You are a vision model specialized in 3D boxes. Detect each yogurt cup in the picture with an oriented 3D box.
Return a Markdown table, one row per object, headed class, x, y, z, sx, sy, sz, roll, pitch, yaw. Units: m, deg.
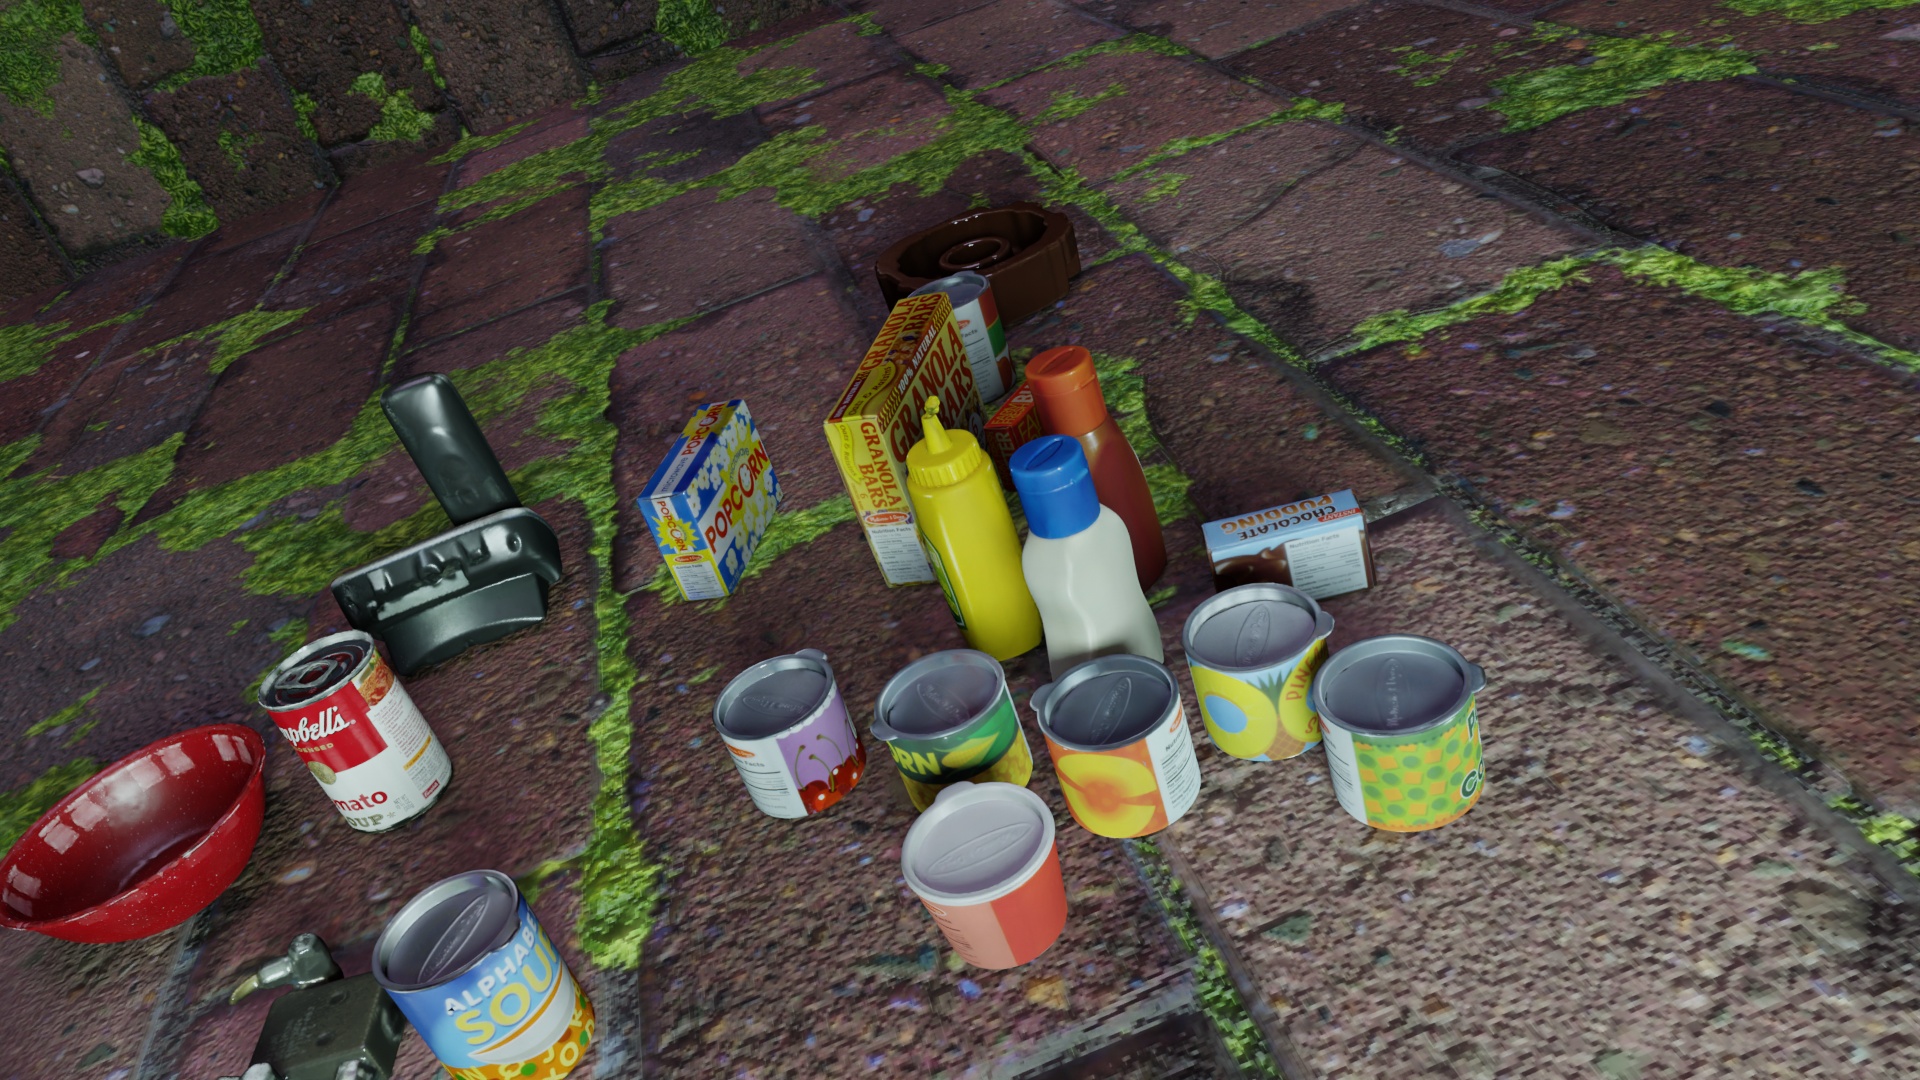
| class | x | y | z | sx | sy | sz | roll | pitch | yaw |
| --- | --- | --- | --- | --- | --- | --- | --- | --- | --- |
| yogurt cup | 0.014 | 0.148 | 0.603 | 0.072 | 0.053 | 0.073 | -14 | 31 | 9 |

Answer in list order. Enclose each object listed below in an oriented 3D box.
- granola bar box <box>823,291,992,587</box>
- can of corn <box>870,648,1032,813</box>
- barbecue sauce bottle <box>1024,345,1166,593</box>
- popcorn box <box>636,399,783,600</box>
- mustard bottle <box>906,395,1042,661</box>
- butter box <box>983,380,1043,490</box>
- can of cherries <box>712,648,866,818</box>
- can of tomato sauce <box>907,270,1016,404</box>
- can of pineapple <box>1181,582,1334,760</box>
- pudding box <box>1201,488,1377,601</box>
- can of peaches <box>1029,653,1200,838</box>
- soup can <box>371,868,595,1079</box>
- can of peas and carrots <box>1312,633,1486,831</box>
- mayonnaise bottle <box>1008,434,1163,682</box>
| class | x | y | z | sx | sy | sz | roll | pitch | yaw |
| --- | --- | --- | --- | --- | --- | --- | --- | --- | --- |
| granola bar box | -0.028 | -0.068 | 0.901 | 0.039 | 0.123 | 0.166 | -6 | 33 | 21 |
| can of corn | -0.004 | 0.098 | 0.688 | 0.071 | 0.058 | 0.071 | -14 | 31 | 9 |
| barbecue sauce bottle | 0.072 | -0.035 | 0.768 | 0.044 | 0.148 | 0.065 | 16 | 46 | 45 |
| popcorn box | -0.170 | -0.030 | 0.955 | 0.038 | 0.085 | 0.127 | -8 | 32 | 18 |
| mustard bottle | 0.003 | -0.009 | 0.755 | 0.049 | 0.159 | 0.065 | -23 | 31 | -6 |
| butter box | 0.057 | -0.083 | 0.946 | 0.024 | 0.053 | 0.104 | 5 | 39 | 36 |
| can of cherries | -0.087 | 0.101 | 0.729 | 0.071 | 0.058 | 0.072 | -14 | 31 | 9 |
| can of tomato sauce | 0.001 | -0.152 | 1.058 | 0.071 | 0.082 | 0.071 | -14 | 31 | 9 |
| can of pineapple | 0.145 | 0.063 | 0.662 | 0.071 | 0.057 | 0.071 | -14 | 31 | 9 |
| pudding box | 0.174 | 0.008 | 0.740 | 0.084 | 0.049 | 0.030 | -14 | 31 | 8 |
| can of peaches | 0.073 | 0.096 | 0.649 | 0.071 | 0.057 | 0.071 | -14 | 31 | 9 |
| soup can | -0.207 | 0.199 | 0.615 | 0.071 | 0.083 | 0.072 | -14 | 31 | 9 |
| can of peas and carrots | 0.193 | 0.083 | 0.603 | 0.071 | 0.058 | 0.071 | -14 | 31 | 9 |
| mayonnaise bottle | 0.061 | 0.018 | 0.691 | 0.041 | 0.147 | 0.065 | 12 | 43 | 41 |
